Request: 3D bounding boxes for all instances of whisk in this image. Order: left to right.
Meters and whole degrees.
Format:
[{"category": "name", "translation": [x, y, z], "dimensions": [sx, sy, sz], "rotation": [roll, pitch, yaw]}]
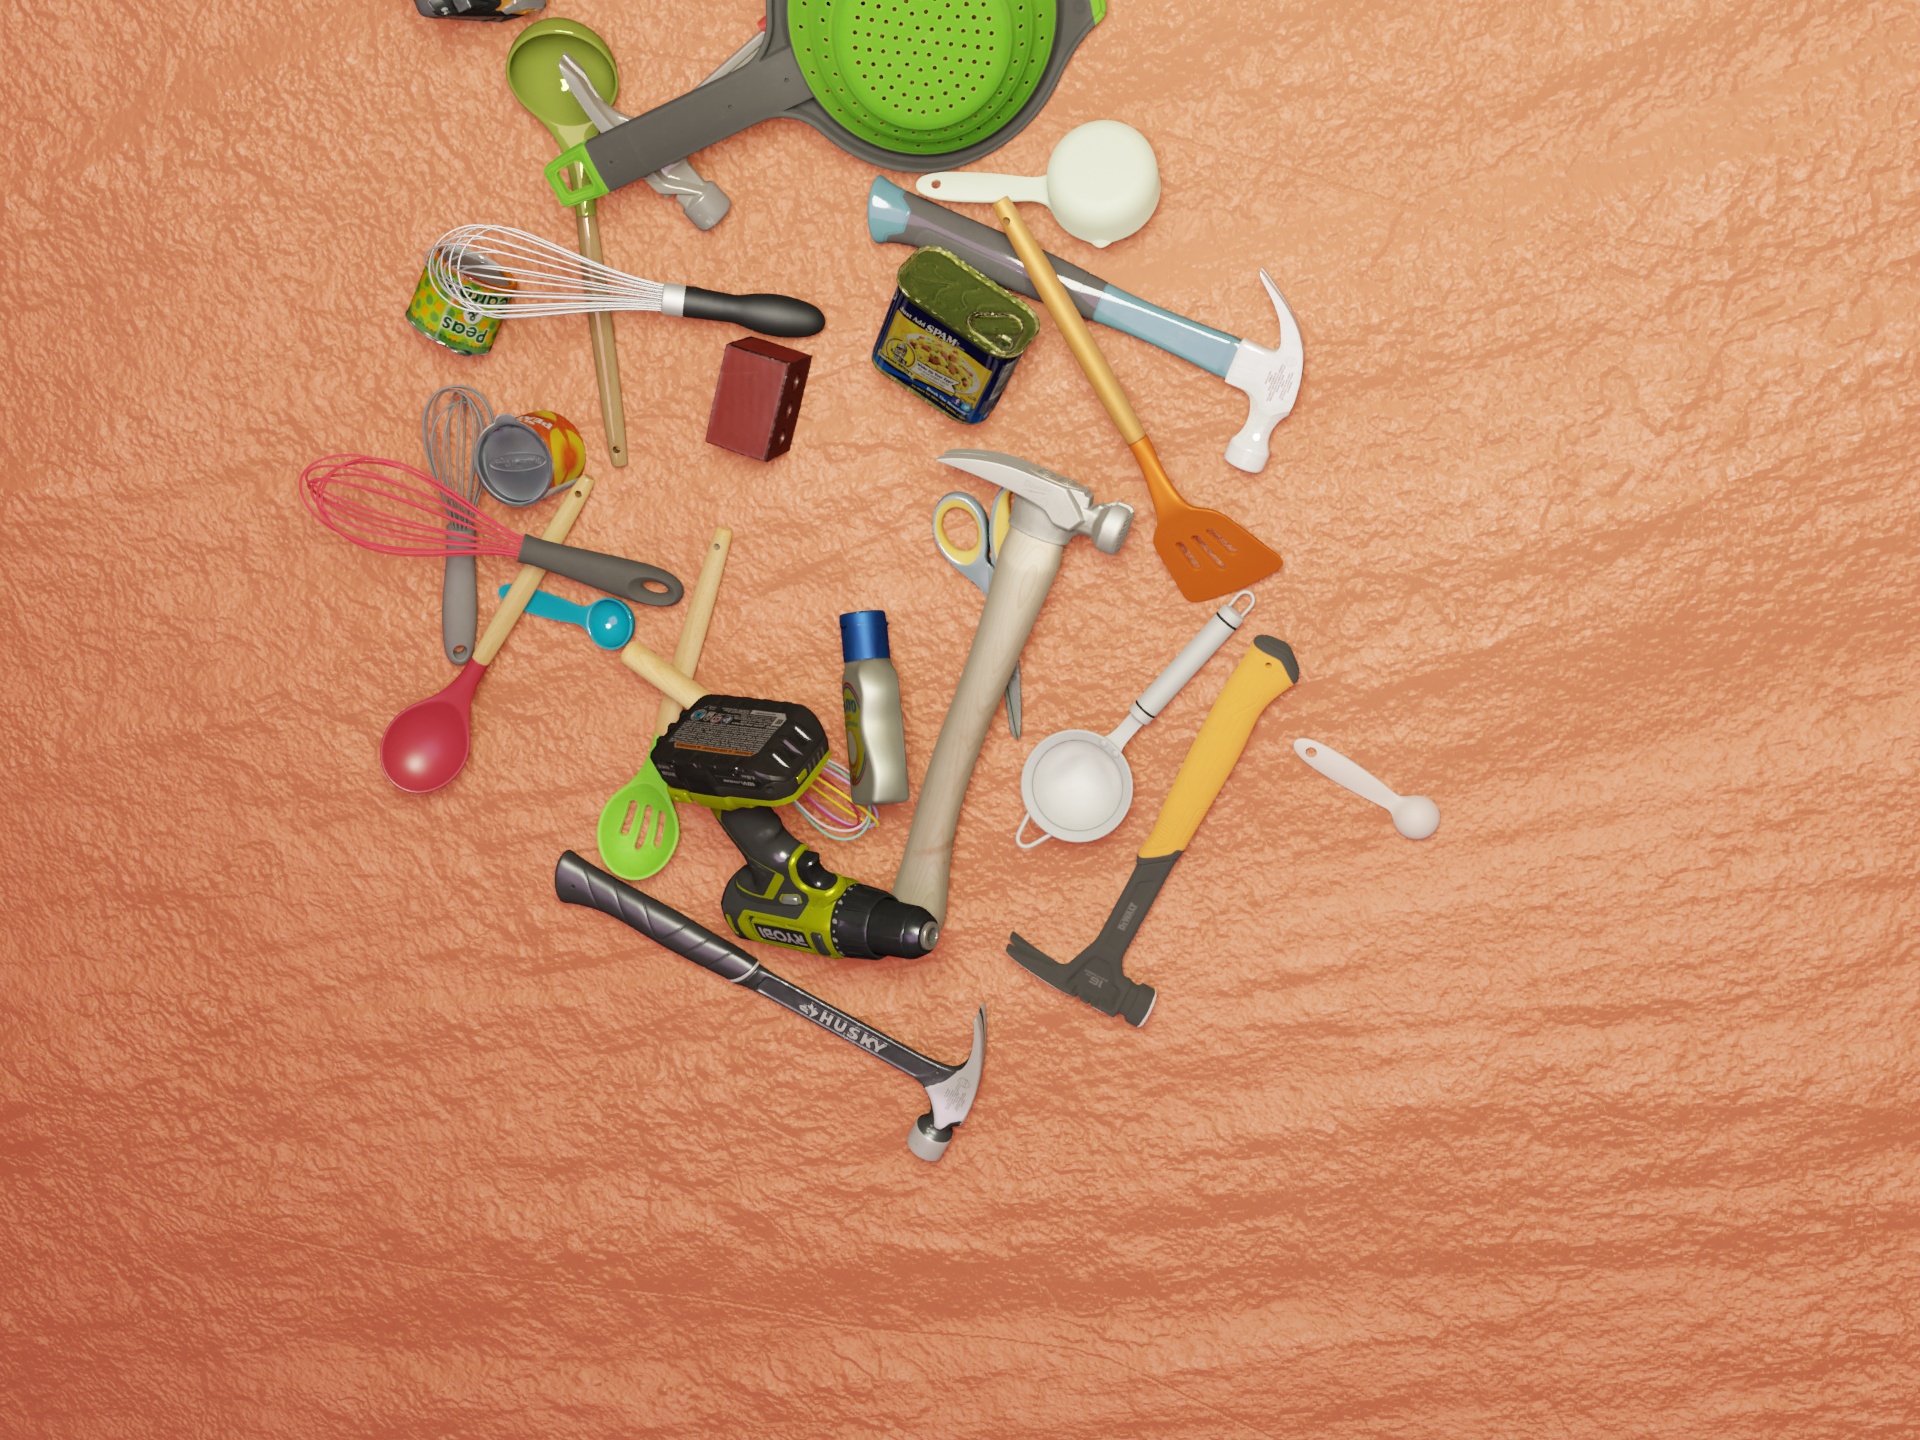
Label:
[{"category": "whisk", "translation": [-0.403, -0.153, 1.273], "dimensions": [0.055, 0.055, 0.238], "rotation": [13, 116, 9]}, {"category": "whisk", "translation": [-0.358, -0.139, 1.226], "dimensions": [0.295, 0.073, 0.073], "rotation": [16, 114, -14]}, {"category": "whisk", "translation": [-0.238, -0.308, 1.143], "dimensions": [0.284, 0.070, 0.070], "rotation": [7, 112, -8]}, {"category": "whisk", "translation": [-0.166, 0.016, 1.266], "dimensions": [0.245, 0.047, 0.051], "rotation": [36, 104, -5]}]

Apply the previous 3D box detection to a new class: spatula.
[{"category": "spatula", "translation": [0.113, -0.219, 1.104], "dimensions": [0.081, 0.041, 0.322], "rotation": [-22, 107, 35]}]

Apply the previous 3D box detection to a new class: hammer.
[{"category": "hammer", "translation": [-0.165, 0.219, 1.351], "dimensions": [0.409, 0.036, 0.149], "rotation": [28, 112, 3]}, {"category": "hammer", "translation": [-0.093, -0.492, 1.063], "dimensions": [0.359, 0.037, 0.149], "rotation": [-33, 124, 19]}, {"category": "hammer", "translation": [-0.002, -0.004, 1.219], "dimensions": [0.146, 0.038, 0.410], "rotation": [24, 117, 10]}, {"category": "hammer", "translation": [0.085, -0.296, 1.109], "dimensions": [0.331, 0.033, 0.128], "rotation": [25, 114, 5]}, {"category": "hammer", "translation": [0.157, 0.079, 1.223], "dimensions": [0.127, 0.034, 0.336], "rotation": [27, 113, 2]}]

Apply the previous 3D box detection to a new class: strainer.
[{"category": "strainer", "translation": [0.133, 0.001, 1.198], "dimensions": [0.087, 0.050, 0.258], "rotation": [44, 108, 8]}]

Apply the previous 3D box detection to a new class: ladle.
[{"category": "ladle", "translation": [-0.380, -0.070, 1.293], "dimensions": [0.069, 0.031, 0.315], "rotation": [32, 108, -14]}, {"category": "ladle", "translation": [-0.274, -0.343, 1.170], "dimensions": [0.078, 0.062, 0.320], "rotation": [-4, 111, 0]}]

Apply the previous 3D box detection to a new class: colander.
[{"category": "colander", "translation": [-0.099, -0.416, 1.032], "dimensions": [0.397, 0.095, 0.204], "rotation": [-20, 123, 12]}]

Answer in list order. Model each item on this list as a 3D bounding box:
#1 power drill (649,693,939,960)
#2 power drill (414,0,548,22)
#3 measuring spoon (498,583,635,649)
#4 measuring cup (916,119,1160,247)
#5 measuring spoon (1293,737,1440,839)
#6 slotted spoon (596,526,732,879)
[{"category": "power drill", "translation": [-0.125, 0.095, 1.220], "dimensions": [0.191, 0.080, 0.228], "rotation": [6, 133, 33]}, {"category": "power drill", "translation": [-0.260, -0.529, 1.033], "dimensions": [0.226, 0.185, 0.084], "rotation": [-11, 108, 20]}, {"category": "measuring spoon", "translation": [-0.317, -0.091, 1.293], "dimensions": [0.129, 0.021, 0.042], "rotation": [17, 105, 18]}, {"category": "measuring cup", "translation": [0.050, -0.365, 1.069], "dimensions": [0.167, 0.038, 0.083], "rotation": [3, 83, 8]}, {"category": "measuring spoon", "translation": [0.301, 0.051, 1.185], "dimensions": [0.124, 0.018, 0.034], "rotation": [32, 113, 2]}, {"category": "slotted spoon", "translation": [-0.232, -0.011, 1.292], "dimensions": [0.070, 0.031, 0.313], "rotation": [22, 111, 5]}]
